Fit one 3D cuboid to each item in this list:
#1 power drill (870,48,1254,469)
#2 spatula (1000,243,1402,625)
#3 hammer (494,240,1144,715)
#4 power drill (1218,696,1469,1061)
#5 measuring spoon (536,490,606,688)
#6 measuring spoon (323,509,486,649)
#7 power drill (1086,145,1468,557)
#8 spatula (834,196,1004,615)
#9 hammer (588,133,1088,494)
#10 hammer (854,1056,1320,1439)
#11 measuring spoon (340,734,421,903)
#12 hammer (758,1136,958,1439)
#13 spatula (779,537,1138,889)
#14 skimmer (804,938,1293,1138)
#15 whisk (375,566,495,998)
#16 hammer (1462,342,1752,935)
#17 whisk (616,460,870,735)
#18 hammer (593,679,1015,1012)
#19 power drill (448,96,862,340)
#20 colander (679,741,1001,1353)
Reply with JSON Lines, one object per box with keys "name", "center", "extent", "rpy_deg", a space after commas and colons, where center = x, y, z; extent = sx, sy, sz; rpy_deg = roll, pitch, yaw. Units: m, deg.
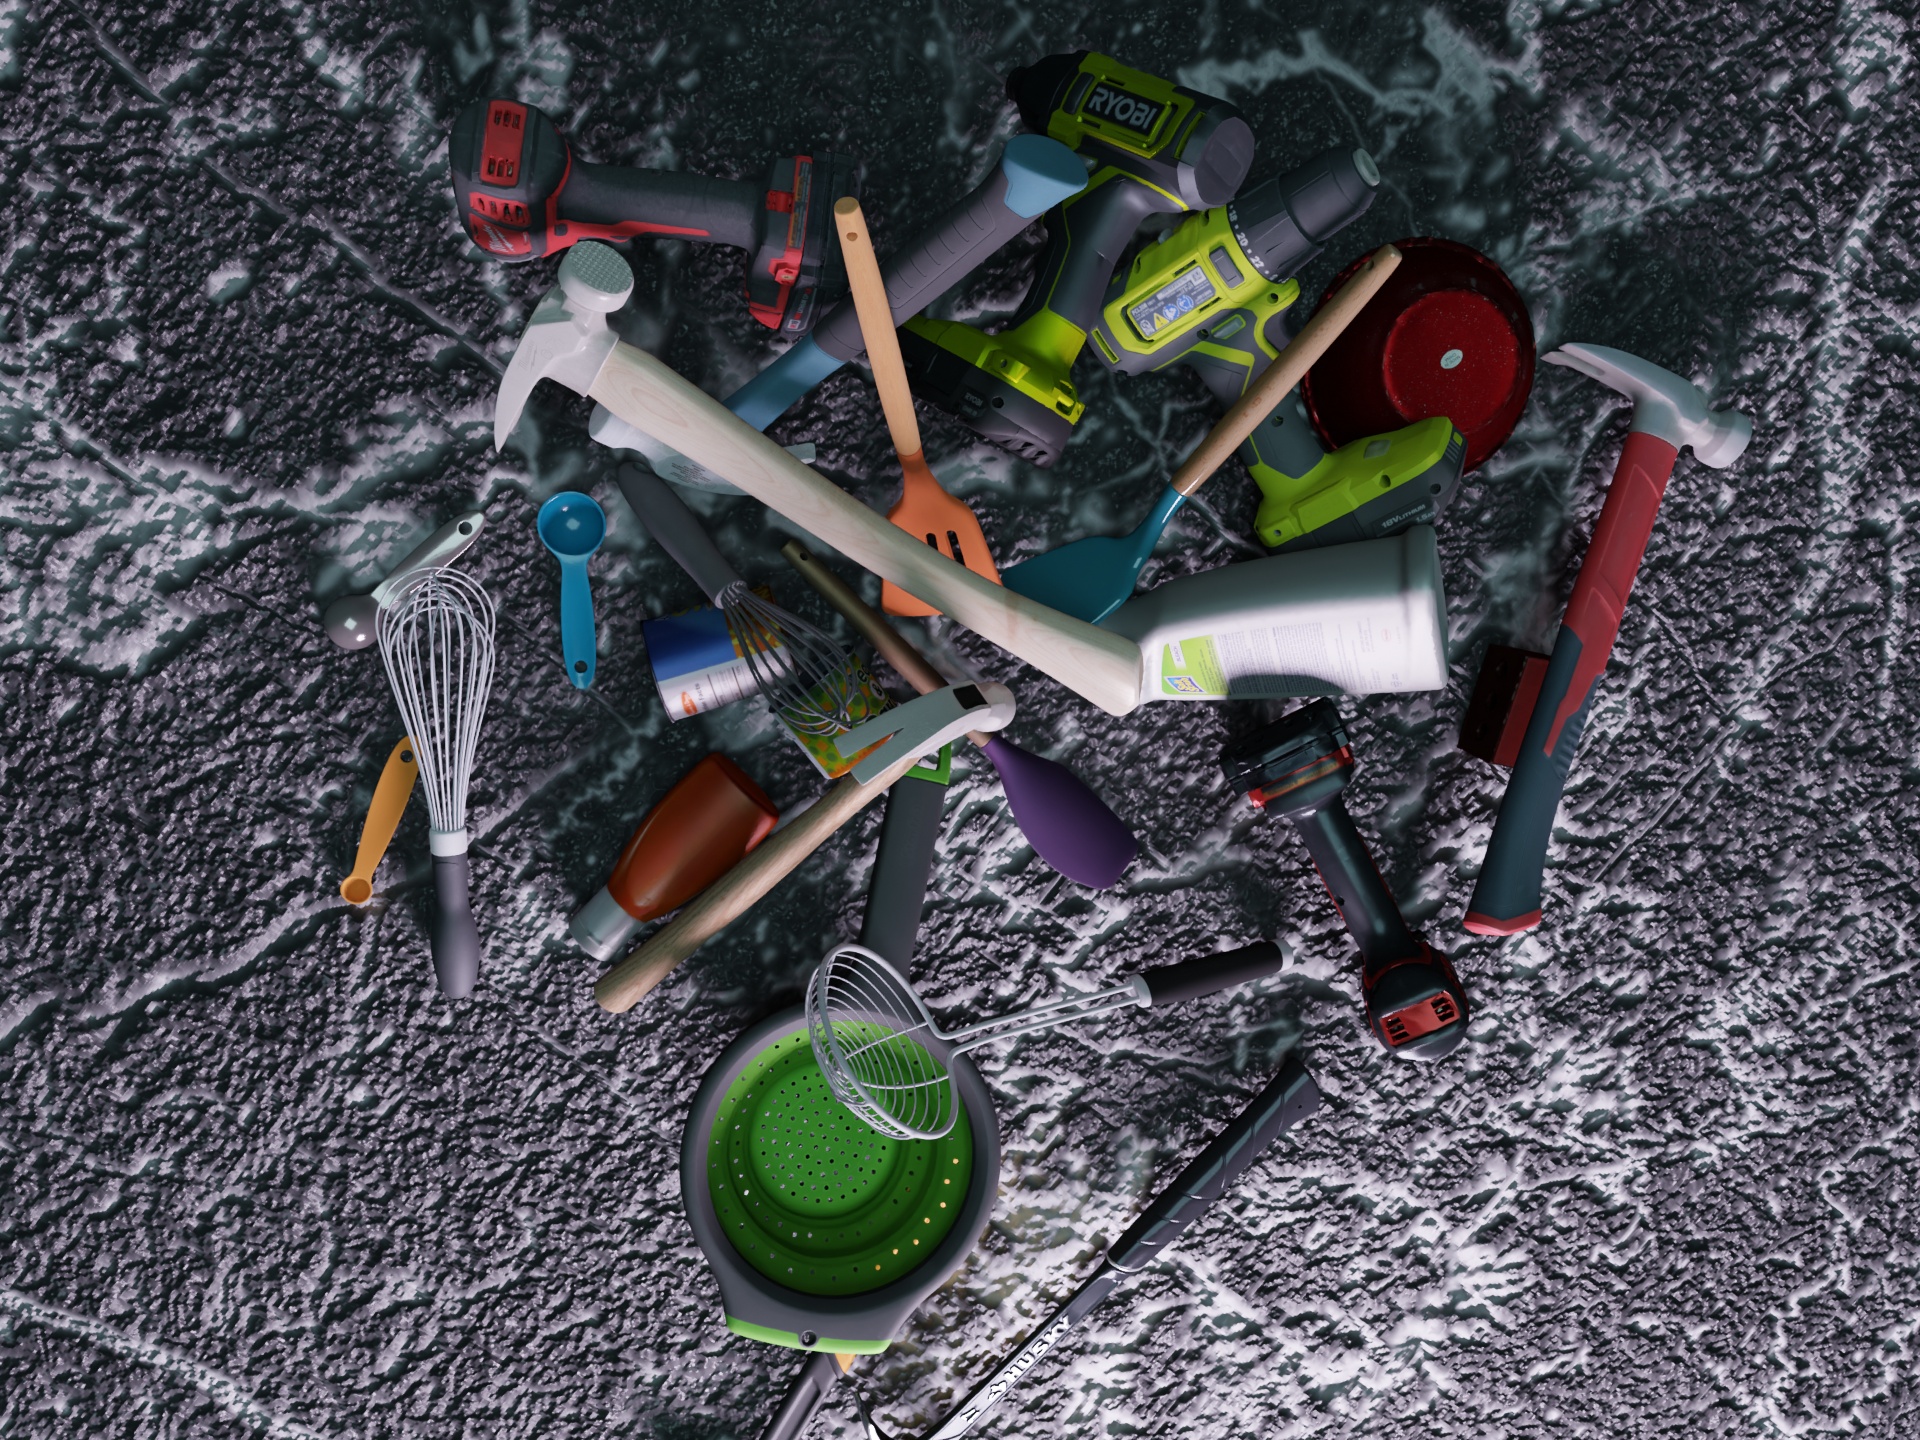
{"name": "power drill", "center": [0.048, -0.278, 0.936], "extent": [0.080, 0.171, 0.223], "rpy_deg": [19, 104, -54]}
{"name": "spatula", "center": [0.140, -0.158, 0.943], "extent": [0.044, 0.082, 0.317], "rpy_deg": [14, 132, -37]}
{"name": "hammer", "center": [-0.070, -0.109, 0.925], "extent": [0.410, 0.038, 0.146], "rpy_deg": [31, 136, -16]}
{"name": "power drill", "center": [0.256, 0.102, 1.035], "extent": [0.080, 0.188, 0.227], "rpy_deg": [-27, 86, 12]}
{"name": "measuring spoon", "center": [-0.242, -0.083, 1.002], "extent": [0.042, 0.021, 0.128], "rpy_deg": [-1, 111, -7]}
{"name": "measuring spoon", "center": [-0.343, -0.089, 0.984], "extent": [0.124, 0.018, 0.034], "rpy_deg": [-40, 103, 1]}
{"name": "power drill", "center": [0.206, -0.213, 0.958], "extent": [0.190, 0.080, 0.228], "rpy_deg": [-26, 109, 37]}
{"name": "spatula", "center": [-0.033, -0.164, 0.902], "extent": [0.081, 0.322, 0.041], "rpy_deg": [-6, 60, 5]}
{"name": "hammer", "center": [-0.064, -0.216, 0.881], "extent": [0.128, 0.033, 0.331], "rpy_deg": [22, 144, -38]}
{"name": "hammer", "center": [0.098, 0.388, 1.113], "extent": [0.409, 0.036, 0.149], "rpy_deg": [-45, 122, 0]}
{"name": "measuring spoon", "center": [-0.369, 0.063, 1.018], "extent": [0.021, 0.011, 0.117], "rpy_deg": [21, 95, -13]}
{"name": "hammer", "center": [-0.070, 0.426, 1.114], "extent": [0.127, 0.034, 0.337], "rpy_deg": [29, 97, -11]}
{"name": "spatula", "center": [-0.002, -0.003, 1.041], "extent": [0.315, 0.018, 0.060], "rpy_deg": [45, 70, -12]}
{"name": "skimmer", "center": [0.072, 0.172, 1.002], "extent": [0.363, 0.090, 0.127], "rpy_deg": [-9, 58, -25]}
{"name": "whisk", "center": [-0.324, 0.044, 0.998], "extent": [0.070, 0.070, 0.284], "rpy_deg": [0, 106, -7]}
{"name": "hammer", "center": [0.384, -0.050, 1.019], "extent": [0.143, 0.038, 0.386], "rpy_deg": [23, 81, -8]}
{"name": "whisk", "center": [-0.135, -0.077, 0.946], "extent": [0.055, 0.055, 0.239], "rpy_deg": [-43, 68, 3]}
{"name": "hammer", "center": [-0.113, 0.083, 0.984], "extent": [0.331, 0.130, 0.031], "rpy_deg": [-40, 77, 21]}
{"name": "power drill", "center": [-0.175, -0.284, 0.908], "extent": [0.219, 0.143, 0.078], "rpy_deg": [7, 83, -13]}
{"name": "colander", "center": [-0.067, 0.200, 1.051], "extent": [0.204, 0.094, 0.397], "rpy_deg": [13, 82, -12]}
